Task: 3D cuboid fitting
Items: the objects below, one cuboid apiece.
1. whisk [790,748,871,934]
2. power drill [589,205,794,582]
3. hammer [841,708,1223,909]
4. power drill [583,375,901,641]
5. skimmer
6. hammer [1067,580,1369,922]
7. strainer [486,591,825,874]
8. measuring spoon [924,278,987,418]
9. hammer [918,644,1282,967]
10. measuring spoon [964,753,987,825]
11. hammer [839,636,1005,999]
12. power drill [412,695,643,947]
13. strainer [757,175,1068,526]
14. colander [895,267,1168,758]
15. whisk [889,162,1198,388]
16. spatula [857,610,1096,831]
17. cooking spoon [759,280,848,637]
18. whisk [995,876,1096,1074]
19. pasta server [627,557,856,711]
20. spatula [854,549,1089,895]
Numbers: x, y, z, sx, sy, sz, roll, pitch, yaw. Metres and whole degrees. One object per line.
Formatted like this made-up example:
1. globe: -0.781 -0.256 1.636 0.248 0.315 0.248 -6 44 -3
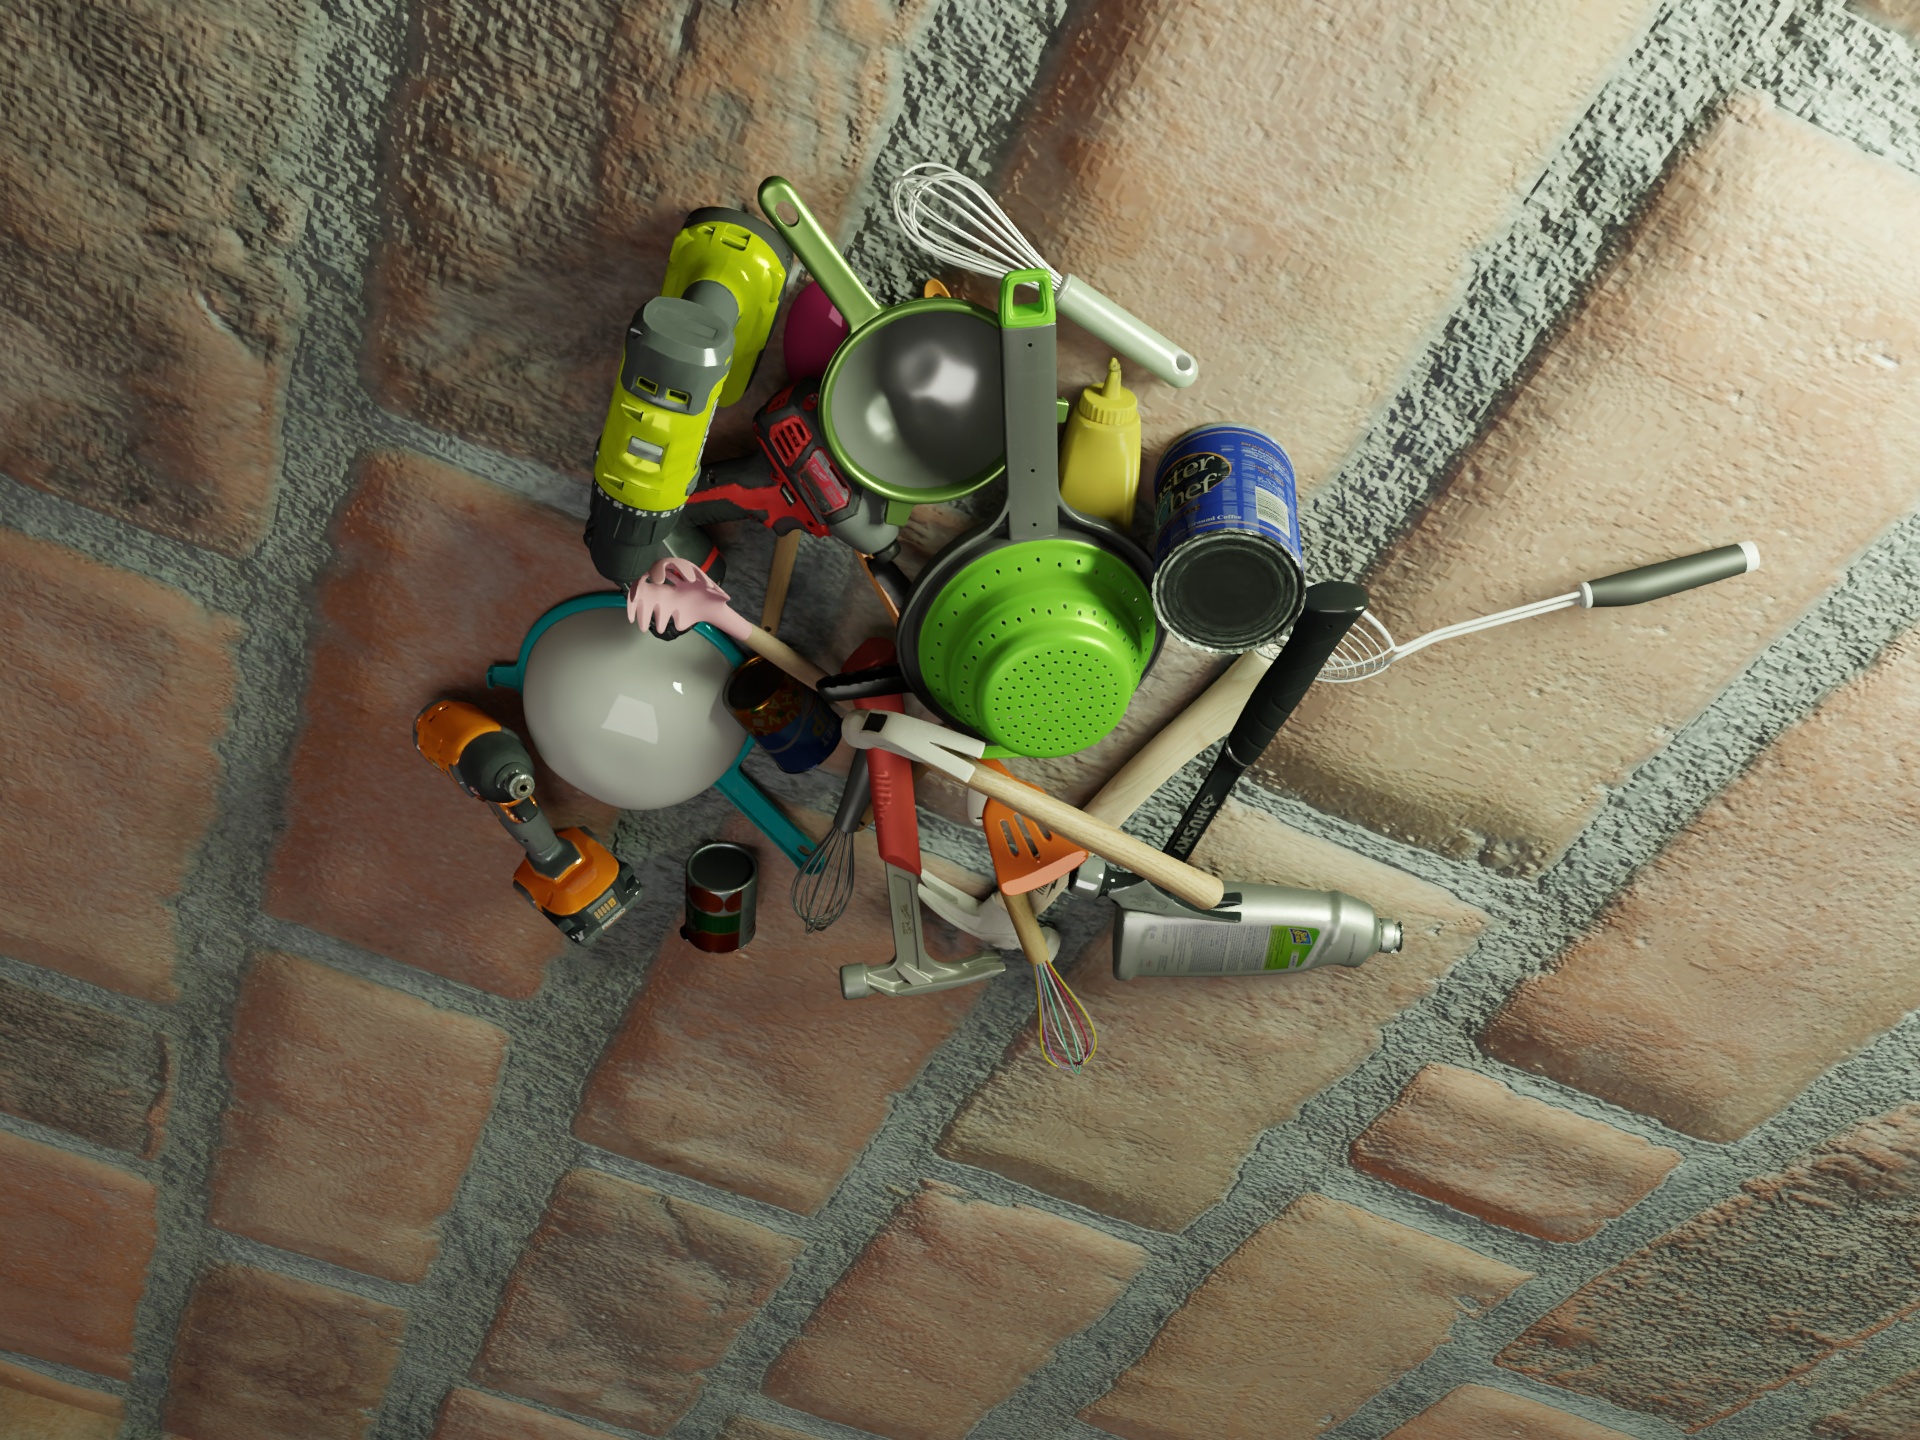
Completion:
1. whisk: -0.097 0.089 1.381 0.055 0.055 0.238 18 117 -7
2. power drill: -0.181 -0.213 1.028 0.080 0.229 0.190 19 130 -9
3. hammer: 0.071 0.072 1.223 0.331 0.031 0.130 27 171 -23
4. power drill: -0.153 -0.147 1.166 0.219 0.079 0.143 -21 118 27
5. skimmer: 0.387 -0.102 1.166 0.363 0.090 0.127 -14 159 5
6. hammer: 0.212 0.038 1.226 0.149 0.036 0.408 16 140 -6
7. strainer: -0.237 0.046 1.347 0.211 0.095 0.340 -28 120 28
8. measuring spoon: -0.001 -0.256 1.114 0.021 0.011 0.116 -11 124 18
9. hammer: 0.124 0.067 1.353 0.146 0.038 0.410 30 127 -15
10. measuring spoon: 0.016 0.064 1.355 0.034 0.018 0.124 -6 147 -2
11. hammer: -0.045 0.090 1.344 0.149 0.037 0.358 -9 124 -7
12. power drill: -0.368 0.089 1.369 0.164 0.084 0.226 24 150 47
13. strainer: -0.053 -0.260 1.052 0.151 0.069 0.256 -32 125 13
14. colander: 0.056 -0.105 1.087 0.204 0.095 0.396 -7 128 -4
15. whisk: 0.059 -0.290 1.056 0.246 0.058 0.059 29 163 -19
16. spatula: -0.007 0.011 1.319 0.082 0.044 0.317 37 127 -11
17. cooking spoon: -0.118 -0.183 1.185 0.068 0.017 0.318 16 130 -3
18. whisk: 0.074 0.233 1.445 0.047 0.051 0.244 -7 124 22
19. pasta server: -0.146 -0.051 1.198 0.060 0.040 0.316 -31 150 14
20. spatula: -0.002 -0.004 1.262 0.081 0.041 0.322 -26 113 11
